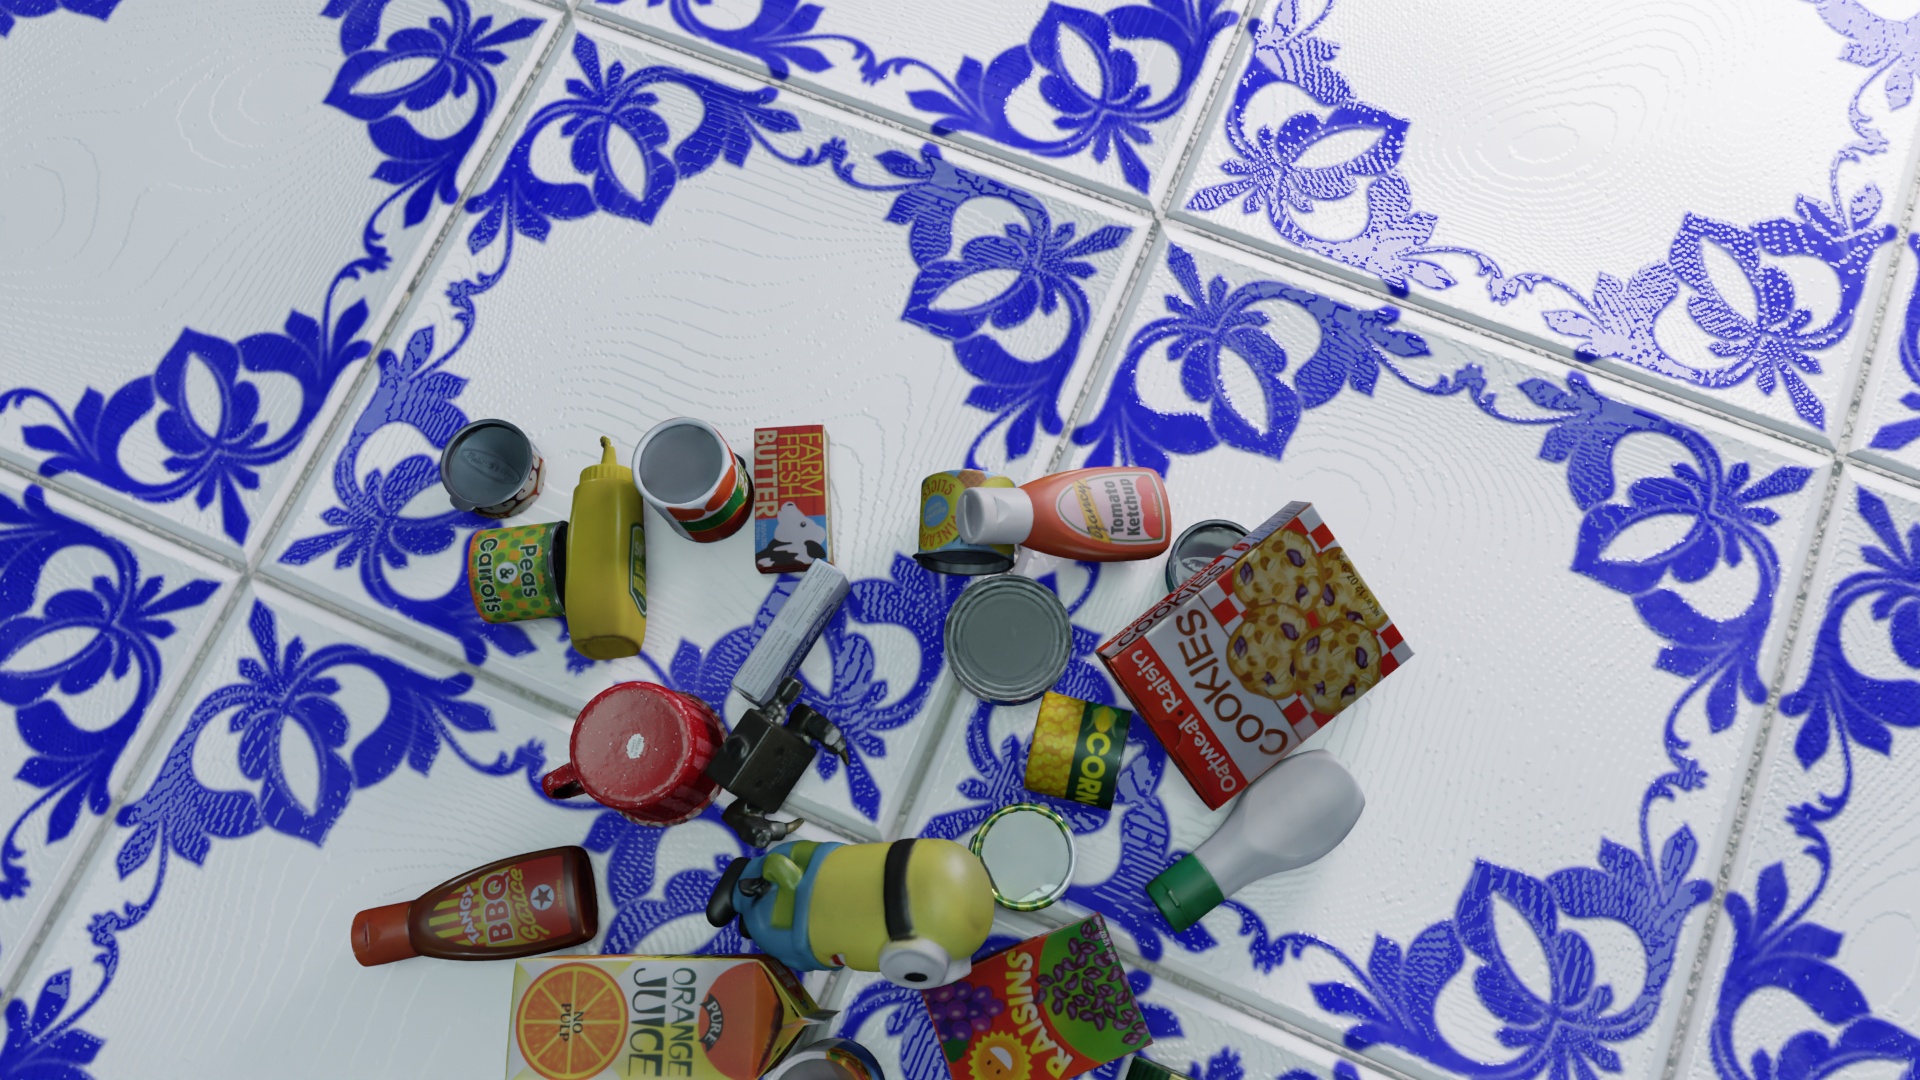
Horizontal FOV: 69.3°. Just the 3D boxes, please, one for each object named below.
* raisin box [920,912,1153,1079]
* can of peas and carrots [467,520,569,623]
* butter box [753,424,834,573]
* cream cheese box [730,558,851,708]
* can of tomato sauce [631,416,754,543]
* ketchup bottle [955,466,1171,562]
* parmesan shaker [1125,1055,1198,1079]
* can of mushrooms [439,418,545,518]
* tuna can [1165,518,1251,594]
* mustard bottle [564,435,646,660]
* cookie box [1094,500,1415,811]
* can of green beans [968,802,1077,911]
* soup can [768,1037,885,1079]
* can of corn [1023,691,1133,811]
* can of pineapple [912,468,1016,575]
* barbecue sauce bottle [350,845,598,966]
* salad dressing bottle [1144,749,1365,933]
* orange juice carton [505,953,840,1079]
[{"bbox_3d":[0.046,0.295,0.866,0.123,0.040,0.086,-21,74,-4],"label":"raisin box"},{"bbox_3d":[-0.296,0.022,0.945,0.059,0.070,0.071,-6,74,2],"label":"can of peas and carrots"},{"bbox_3d":[-0.117,-0.029,0.974,0.053,0.024,0.104,-4,74,1],"label":"butter box"},{"bbox_3d":[-0.113,0.064,0.933,0.024,0.053,0.104,31,78,9],"label":"cream cheese box"},{"bbox_3d":[-0.180,-0.042,0.951,0.071,0.083,0.071,-1,75,3],"label":"can of tomato sauce"},{"bbox_3d":[0.068,-0.017,0.916,0.149,0.043,0.065,-2,76,-31],"label":"ketchup bottle"},{"bbox_3d":[0.118,0.371,0.829,0.071,0.071,0.103,21,76,9],"label":"parmesan shaker"},{"bbox_3d":[-0.333,-0.048,0.986,0.071,0.033,0.071,-1,74,2],"label":"can of mushrooms"},{"bbox_3d":[0.172,0.024,0.940,0.071,0.032,0.071,-1,74,2],"label":"tuna can"},{"bbox_3d":[-0.242,-0.001,0.954,0.049,0.065,0.161,-5,70,-1],"label":"mustard bottle"},{"bbox_3d":[0.189,0.073,0.896,0.167,0.040,0.123,-37,98,-5],"label":"cookie box"},{"bbox_3d":[0.041,0.202,0.883,0.071,0.057,0.071,-1,74,3],"label":"can of green beans"},{"bbox_3d":[-0.080,0.340,0.836,0.071,0.083,0.071,-1,75,2],"label":"soup can"},{"bbox_3d":[0.075,0.136,0.894,0.058,0.071,0.071,13,75,7],"label":"can of corn"},{"bbox_3d":[0.003,-0.012,0.940,0.071,0.071,0.058,1,74,3],"label":"can of pineapple"},{"bbox_3d":[-0.313,0.242,0.897,0.149,0.043,0.065,-12,74,0],"label":"barbecue sauce bottle"},{"bbox_3d":[0.187,0.193,0.886,0.148,0.044,0.064,-34,69,-6],"label":"salad dressing bottle"},{"bbox_3d":[-0.173,0.295,0.860,0.193,0.071,0.073,-1,75,3],"label":"orange juice carton"}]
